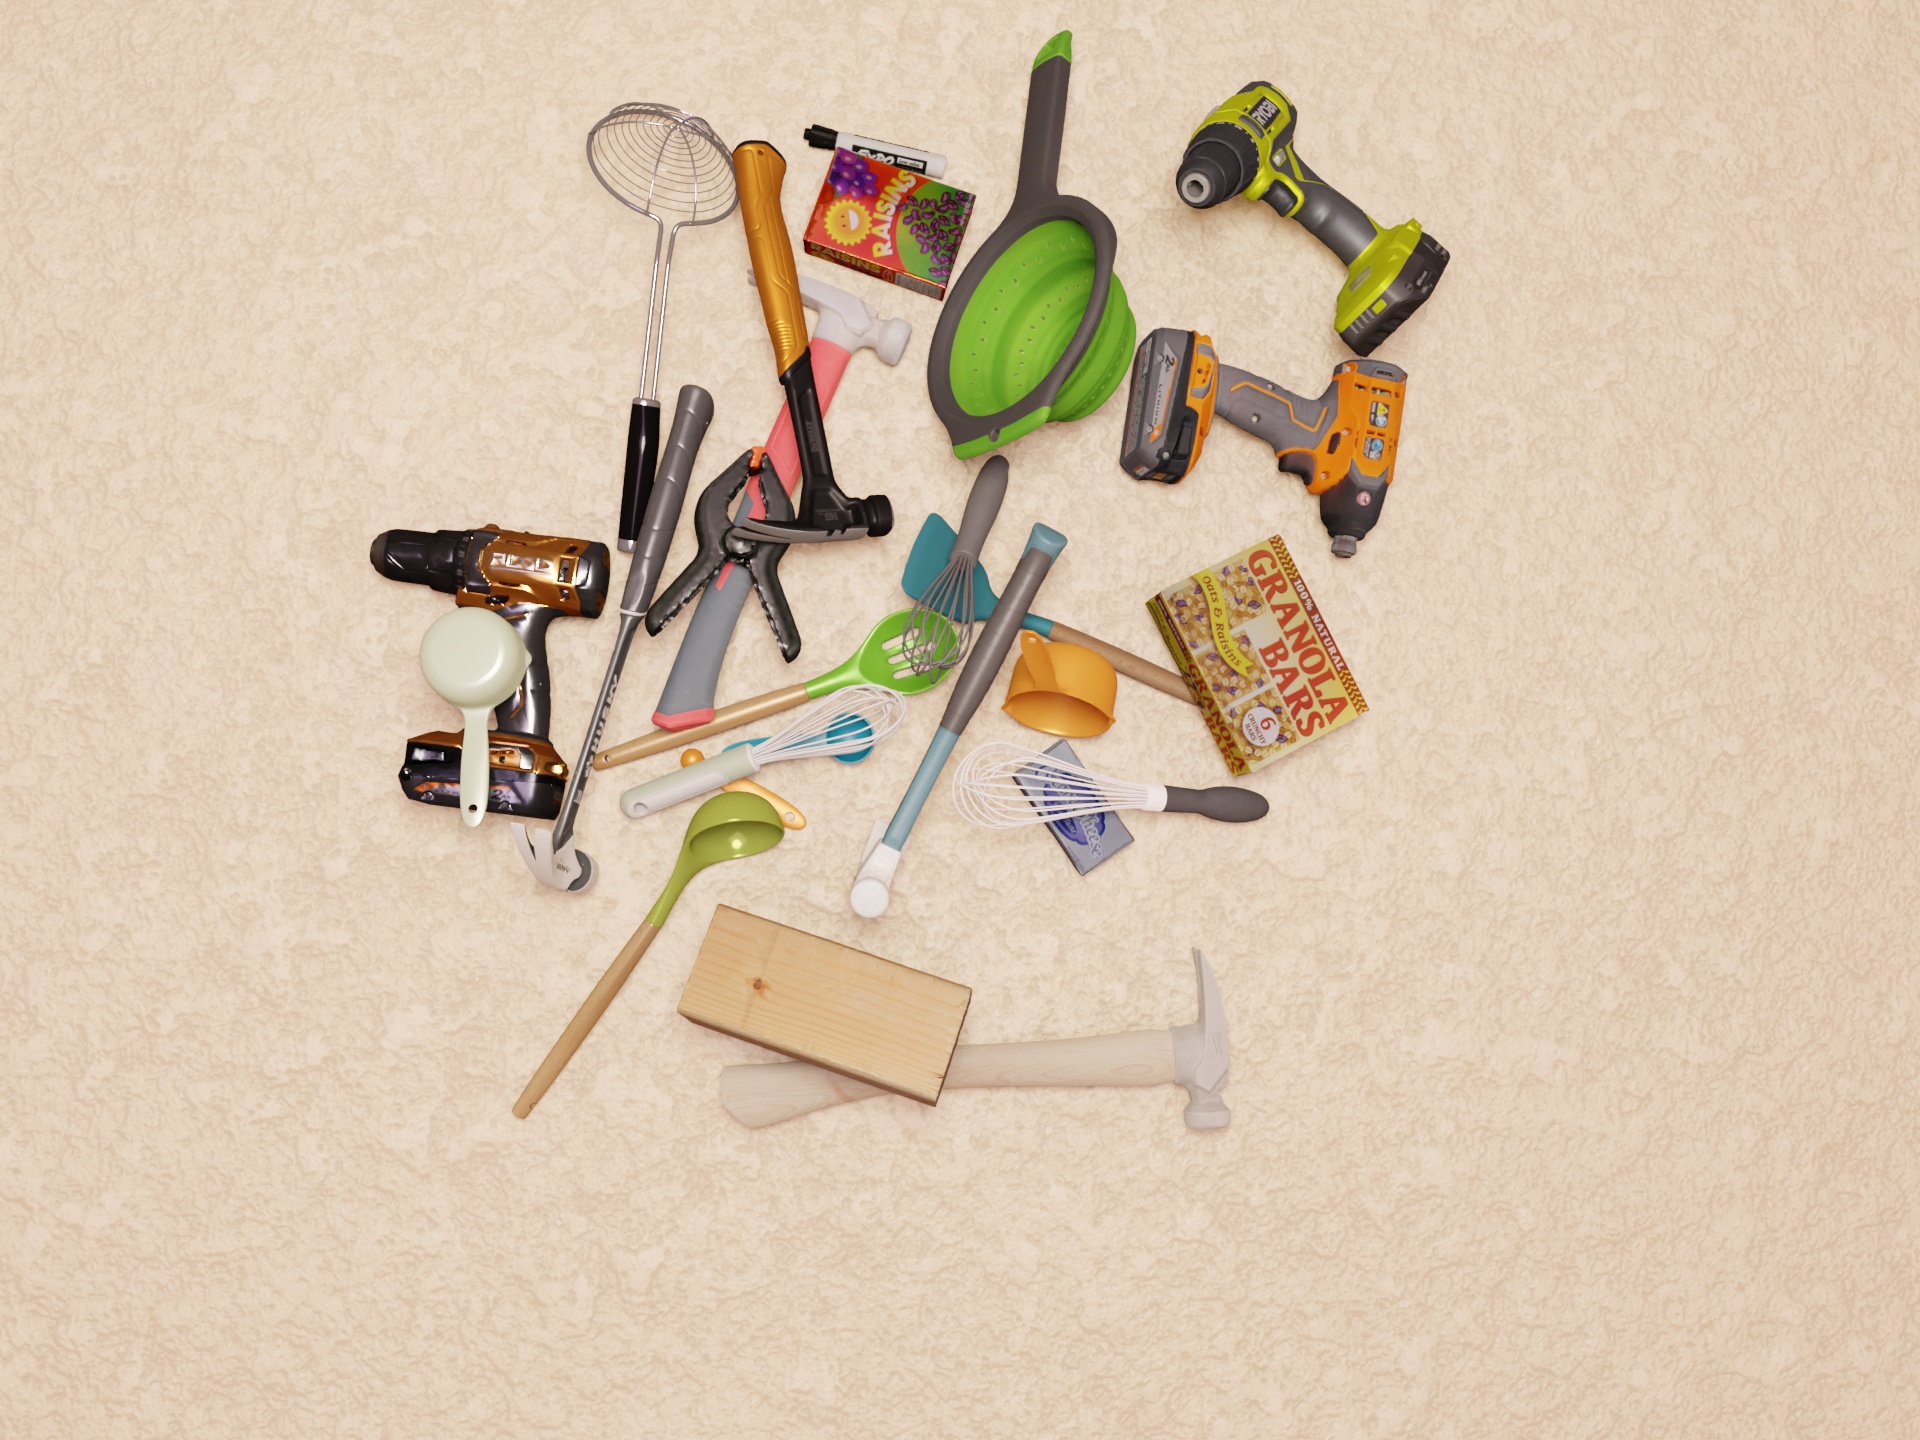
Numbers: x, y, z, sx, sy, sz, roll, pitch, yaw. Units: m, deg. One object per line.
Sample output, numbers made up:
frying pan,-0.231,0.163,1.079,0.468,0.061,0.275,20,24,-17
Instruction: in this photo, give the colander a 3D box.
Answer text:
colander,0.083,-0.383,1.303,0.094,0.204,0.397,23,66,-37

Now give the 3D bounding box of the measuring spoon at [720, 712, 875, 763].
measuring spoon,-0.132,0.020,1.305,0.128,0.021,0.042,-8,90,4

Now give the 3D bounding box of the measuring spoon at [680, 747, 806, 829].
measuring spoon,-0.177,0.057,1.298,0.117,0.011,0.021,31,85,-3

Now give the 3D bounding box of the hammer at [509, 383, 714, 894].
hammer,-0.262,-0.070,1.234,0.036,0.149,0.409,14,79,4

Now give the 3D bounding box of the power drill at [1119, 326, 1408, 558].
power drill,0.253,-0.230,1.319,0.226,0.084,0.164,9,86,-9

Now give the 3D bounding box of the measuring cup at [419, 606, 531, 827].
measuring cup,-0.367,-0.005,1.188,0.083,0.038,0.168,-3,76,-3

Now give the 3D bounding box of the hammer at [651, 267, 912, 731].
hammer,-0.176,-0.176,1.288,0.143,0.038,0.386,22,82,-2

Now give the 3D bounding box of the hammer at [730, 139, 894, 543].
hammer,-0.143,-0.302,1.256,0.127,0.034,0.337,-6,79,-27

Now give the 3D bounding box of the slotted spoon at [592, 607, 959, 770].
slotted spoon,-0.151,-0.017,1.298,0.313,0.031,0.070,-19,88,-4

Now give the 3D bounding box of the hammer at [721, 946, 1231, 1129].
hammer,0.013,0.271,1.291,0.410,0.038,0.146,-3,86,-5

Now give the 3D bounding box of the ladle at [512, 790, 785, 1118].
ladle,-0.252,0.189,1.264,0.062,0.078,0.320,35,89,33

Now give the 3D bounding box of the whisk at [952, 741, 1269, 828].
whisk,0.126,0.058,1.280,0.284,0.070,0.070,5,86,-21

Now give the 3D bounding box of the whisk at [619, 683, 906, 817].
whisk,-0.158,0.028,1.269,0.246,0.059,0.057,-21,131,4

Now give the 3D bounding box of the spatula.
spatula,0.101,-0.068,1.313,0.317,0.044,0.082,24,60,-5

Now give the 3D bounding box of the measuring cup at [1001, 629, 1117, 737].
measuring cup,0.074,-0.046,1.250,0.095,0.173,0.052,6,65,17

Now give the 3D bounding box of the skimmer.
skimmer,-0.256,-0.321,1.301,0.127,0.090,0.363,5,98,-25

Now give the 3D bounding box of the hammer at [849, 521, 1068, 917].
hammer,-0.002,-0.004,1.246,0.033,0.128,0.331,27,92,-4

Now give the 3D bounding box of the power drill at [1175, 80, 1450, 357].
power drill,0.278,-0.408,1.292,0.228,0.080,0.191,41,44,-5

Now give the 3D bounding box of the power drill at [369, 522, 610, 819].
power drill,-0.384,-0.044,1.254,0.185,0.084,0.226,8,82,-2

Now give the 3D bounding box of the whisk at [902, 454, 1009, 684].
whisk,0.004,-0.126,1.264,0.055,0.055,0.239,21,55,-4
